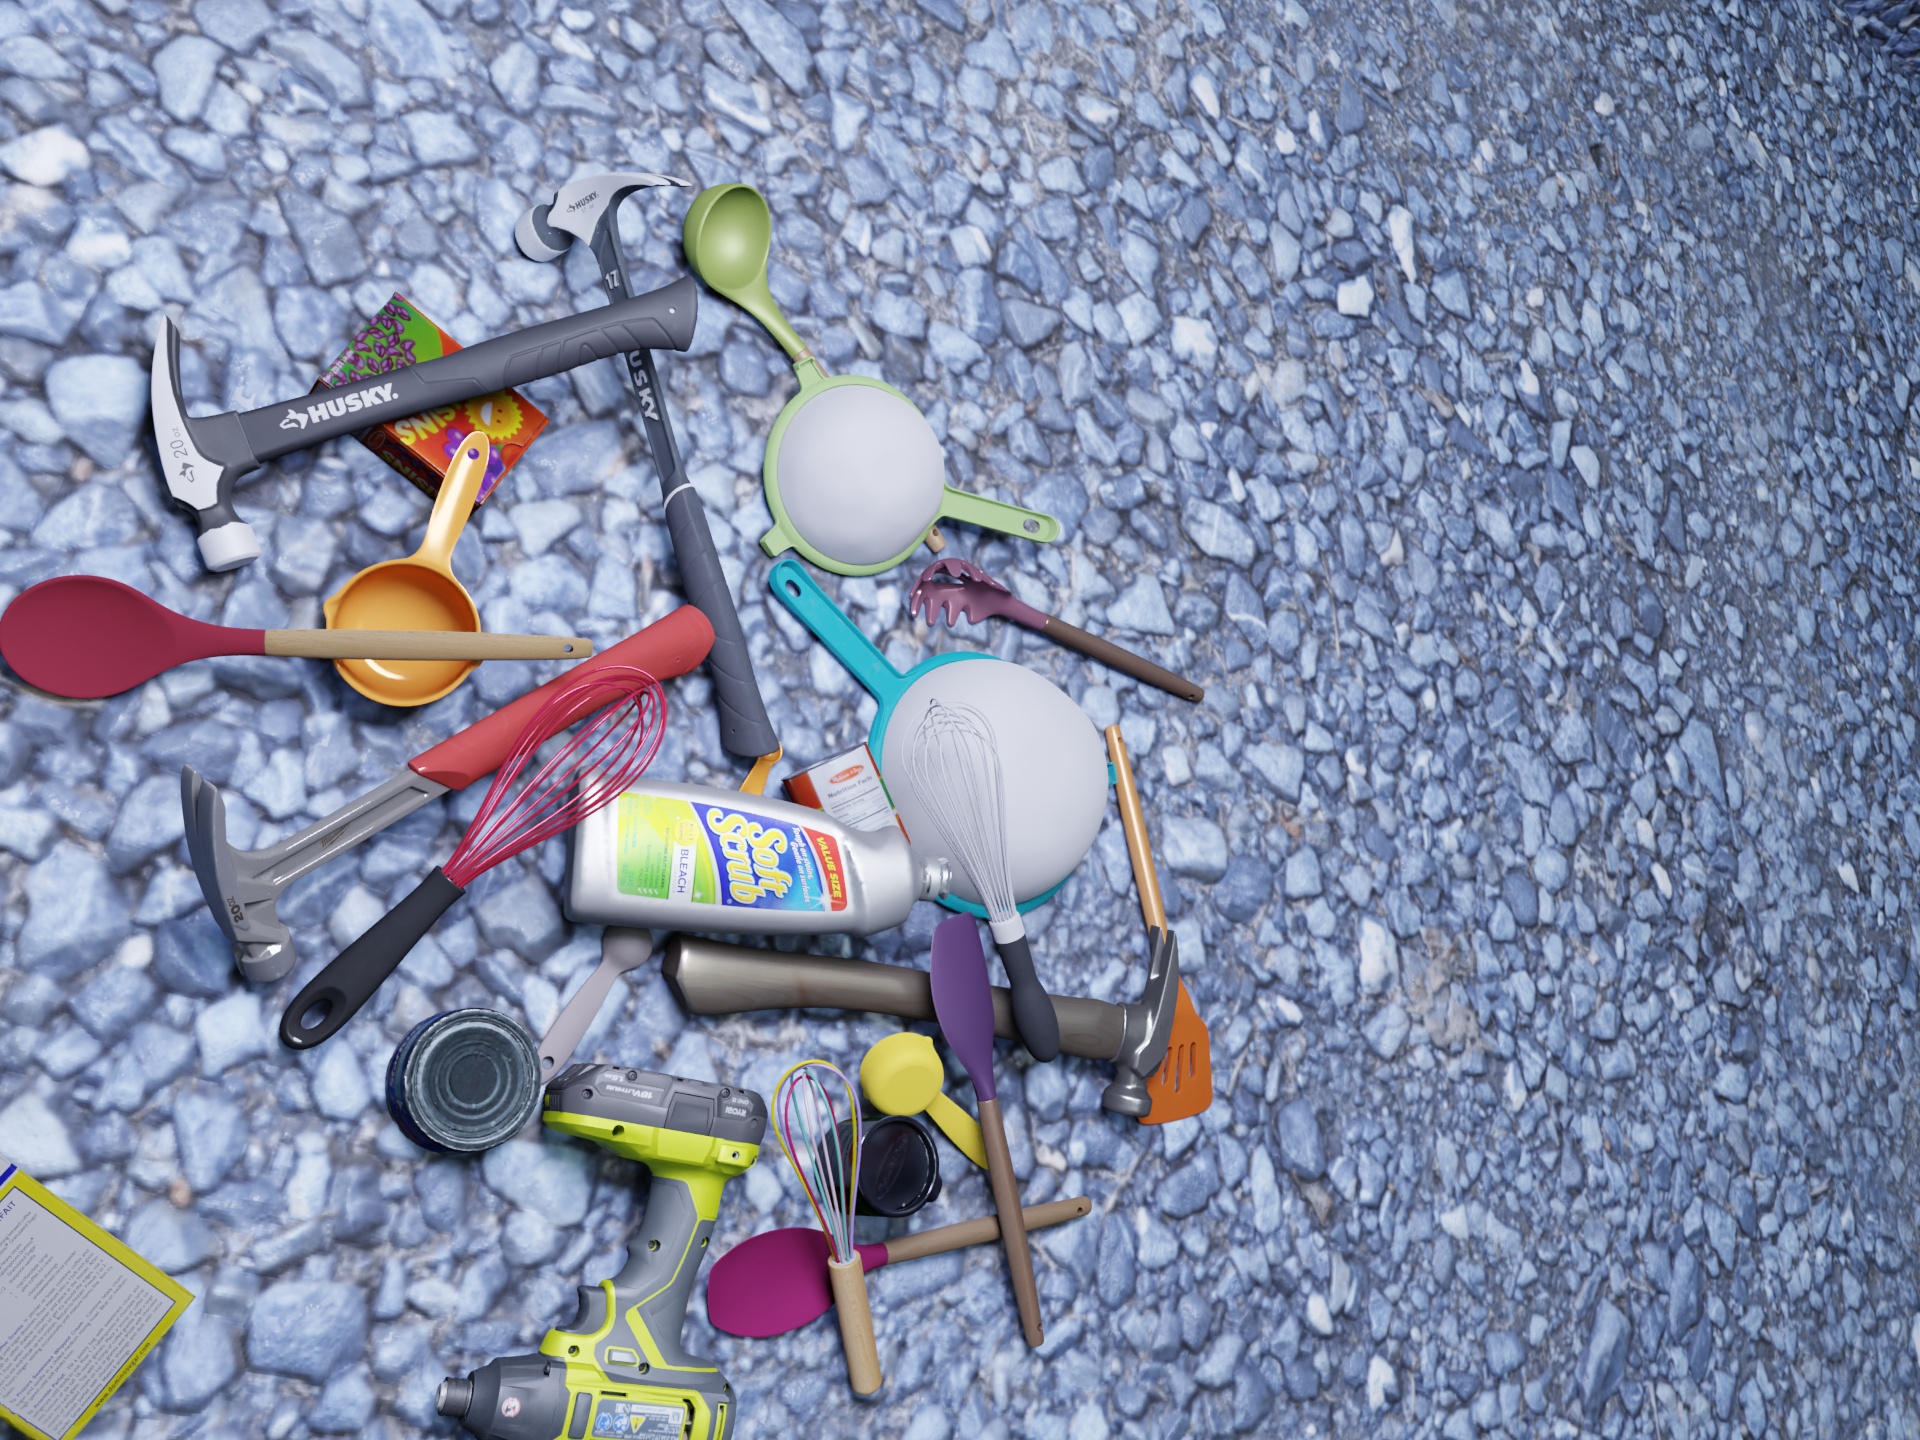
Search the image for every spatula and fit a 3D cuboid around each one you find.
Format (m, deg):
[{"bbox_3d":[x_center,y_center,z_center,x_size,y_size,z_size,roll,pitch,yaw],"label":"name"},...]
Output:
[{"bbox_3d":[0.022,0.293,1.128,0.059,0.018,0.316,-17,97,-47],"label":"spatula"},{"bbox_3d":[0.152,0.162,1.297,0.081,0.041,0.323,-2,75,-35],"label":"spatula"}]

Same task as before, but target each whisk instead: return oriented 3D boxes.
[{"bbox_3d":[-0.083,0.331,1.033,0.047,0.051,0.245,-24,111,-45],"label":"whisk"},{"bbox_3d":[-0.285,0.080,0.936,0.296,0.073,0.073,-46,107,-11],"label":"whisk"},{"bbox_3d":[0.023,0.116,1.116,0.070,0.070,0.284,-30,110,-37],"label":"whisk"}]

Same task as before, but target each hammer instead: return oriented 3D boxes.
[{"bbox_3d":[-0.014,0.191,1.143,0.410,0.038,0.146,15,84,-30],"label":"hammer"},{"bbox_3d":[-0.290,0.009,0.965,0.037,0.149,0.359,29,45,27],"label":"hammer"},{"bbox_3d":[-0.319,-0.213,0.974,0.334,0.035,0.146,-21,94,-14],"label":"hammer"},{"bbox_3d":[-0.193,-0.171,1.087,0.036,0.149,0.409,-22,97,-50],"label":"hammer"}]

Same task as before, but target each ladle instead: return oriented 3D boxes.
[{"bbox_3d":[-0.101,-0.262,1.212,0.078,0.062,0.320,-45,107,-30],"label":"ladle"},{"bbox_3d":[-0.374,-0.046,0.920,0.315,0.031,0.069,1,100,-18],"label":"ladle"}]

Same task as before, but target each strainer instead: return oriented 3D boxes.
[{"bbox_3d":[-0.002,-0.004,1.185,0.340,0.095,0.211,46,56,-18],"label":"strainer"},{"bbox_3d":[-0.021,-0.174,1.207,0.256,0.069,0.151,12,88,-29],"label":"strainer"}]

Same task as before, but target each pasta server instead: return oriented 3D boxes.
[{"bbox_3d":[0.088,-0.065,1.303,0.316,0.060,0.040,22,43,-33],"label":"pasta server"}]

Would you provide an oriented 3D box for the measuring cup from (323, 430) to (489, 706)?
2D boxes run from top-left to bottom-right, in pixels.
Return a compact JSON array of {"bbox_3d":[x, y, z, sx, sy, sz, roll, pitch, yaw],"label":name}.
[{"bbox_3d":[-0.324,-0.093,0.974,0.095,0.052,0.173,21,85,-17],"label":"measuring cup"}]

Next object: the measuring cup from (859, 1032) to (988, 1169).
[{"bbox_3d":[-0.011,0.280,1.123,0.062,0.029,0.156,-41,118,-2],"label":"measuring cup"}]

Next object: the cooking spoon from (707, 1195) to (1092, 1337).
[{"bbox_3d":[-0.033,0.367,1.107,0.318,0.017,0.069,0,89,-36],"label":"cooking spoon"}]

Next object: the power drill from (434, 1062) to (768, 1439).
[{"bbox_3d":[-0.208,0.326,0.957,0.171,0.080,0.223,17,71,-24],"label":"power drill"}]

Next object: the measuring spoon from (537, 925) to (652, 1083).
[{"bbox_3d":[-0.235,0.178,1.014,0.034,0.018,0.124,42,58,-19],"label":"measuring spoon"}]

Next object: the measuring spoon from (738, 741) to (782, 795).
[{"bbox_3d":[-0.154,0.063,1.112,0.021,0.011,0.117,33,64,-24],"label":"measuring spoon"}]
